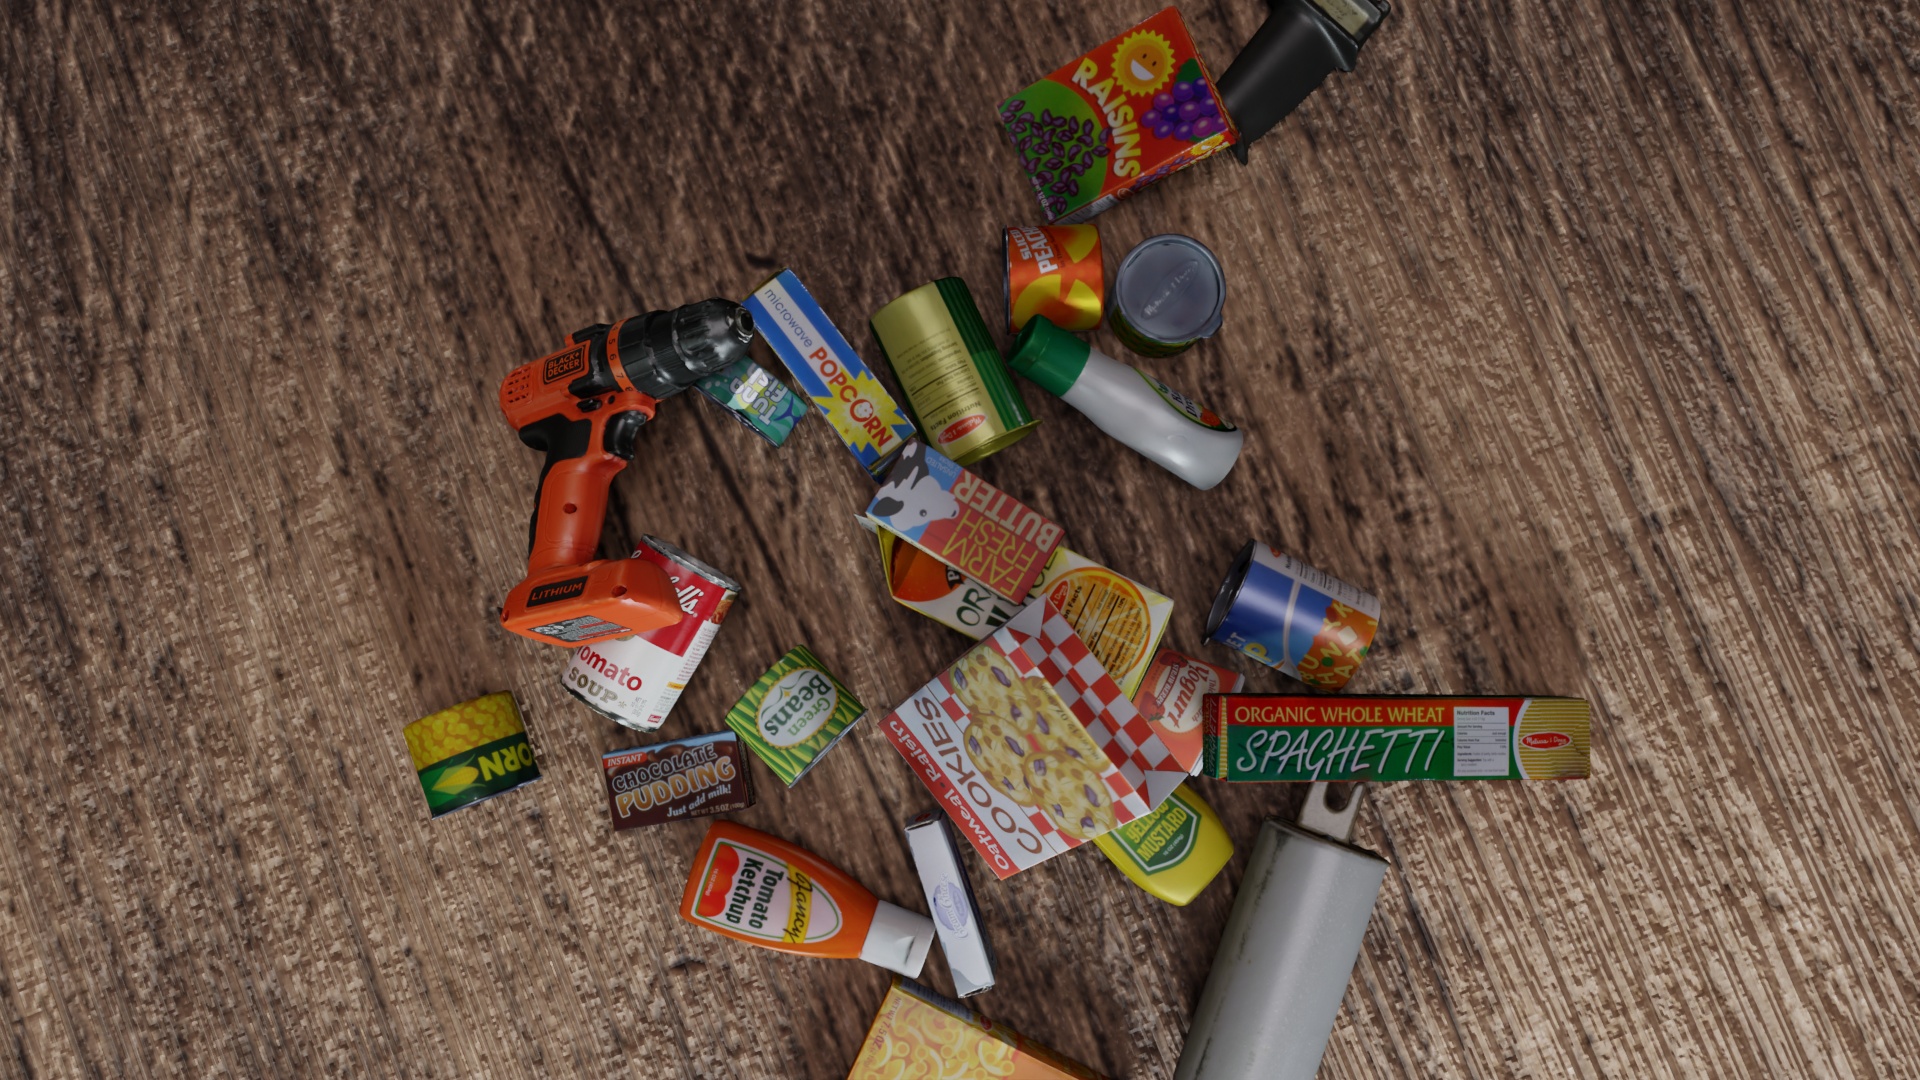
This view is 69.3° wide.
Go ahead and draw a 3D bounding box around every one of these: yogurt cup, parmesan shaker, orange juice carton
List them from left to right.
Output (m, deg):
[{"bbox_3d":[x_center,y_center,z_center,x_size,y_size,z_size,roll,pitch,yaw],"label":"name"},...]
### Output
[{"bbox_3d":[-0.003,-0.102,0.848,0.071,0.071,0.103,-25,86,-1],"label":"parmesan shaker"},{"bbox_3d":[0.024,0.028,0.836,0.193,0.072,0.073,25,87,2],"label":"orange juice carton"},{"bbox_3d":[0.132,0.100,0.835,0.054,0.072,0.072,26,87,10],"label":"yogurt cup"}]

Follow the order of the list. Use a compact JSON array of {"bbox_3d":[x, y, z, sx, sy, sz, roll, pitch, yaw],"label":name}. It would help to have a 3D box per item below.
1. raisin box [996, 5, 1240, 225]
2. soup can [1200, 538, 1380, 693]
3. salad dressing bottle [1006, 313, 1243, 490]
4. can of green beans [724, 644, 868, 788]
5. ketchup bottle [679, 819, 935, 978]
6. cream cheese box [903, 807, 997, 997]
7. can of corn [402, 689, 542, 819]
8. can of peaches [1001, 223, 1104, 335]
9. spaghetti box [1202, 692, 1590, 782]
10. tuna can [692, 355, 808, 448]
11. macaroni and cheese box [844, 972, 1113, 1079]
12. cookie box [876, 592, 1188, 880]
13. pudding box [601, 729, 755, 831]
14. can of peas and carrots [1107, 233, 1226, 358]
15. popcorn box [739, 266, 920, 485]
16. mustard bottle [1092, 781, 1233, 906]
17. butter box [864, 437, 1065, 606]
[{"bbox_3d":[0.096,-0.257,0.853,0.123,0.040,0.086,-24,85,20],"label":"raisin box"},{"bbox_3d":[0.198,0.048,0.836,0.084,0.071,0.071,26,87,2],"label":"soup can"},{"bbox_3d":[0.098,-0.084,0.836,0.147,0.064,0.044,29,108,-14],"label":"salad dressing bottle"},{"bbox_3d":[-0.099,0.105,0.835,0.058,0.071,0.071,45,88,3],"label":"can of green beans"},{"bbox_3d":[-0.090,0.221,0.838,0.149,0.043,0.064,20,87,1],"label":"ketchup bottle"},{"bbox_3d":[-0.005,0.214,0.832,0.024,0.053,0.104,-19,86,2],"label":"cream cheese box"},{"bbox_3d":[-0.291,0.127,0.834,0.071,0.071,0.058,-21,86,-1],"label":"can of corn"},{"bbox_3d":[0.056,-0.162,0.850,0.058,0.071,0.071,-2,86,0],"label":"can of peaches"},{"bbox_3d":[0.257,0.115,0.813,0.250,0.028,0.050,3,85,-17],"label":"spaghetti box"},{"bbox_3d":[-0.128,-0.088,0.846,0.071,0.071,0.033,36,87,3],"label":"tuna can"},{"bbox_3d":[0.008,0.353,0.829,0.166,0.040,0.124,25,86,3],"label":"macaroni and cheese box"},{"bbox_3d":[0.035,0.116,0.788,0.040,0.166,0.123,-36,86,-37],"label":"cookie box"},{"bbox_3d":[-0.172,0.146,0.850,0.084,0.030,0.049,-9,85,0],"label":"pudding box"},{"bbox_3d":[0.127,-0.147,0.854,0.071,0.058,0.071,0,87,0],"label":"can of peas and carrots"},{"bbox_3d":[-0.076,-0.098,0.839,0.038,0.085,0.127,-38,86,-2],"label":"popcorn box"},{"bbox_3d":[0.089,0.148,0.838,0.160,0.049,0.065,41,84,3],"label":"mustard bottle"},{"bbox_3d":[0.003,-0.010,0.789,0.103,0.024,0.053,31,86,3],"label":"butter box"}]
